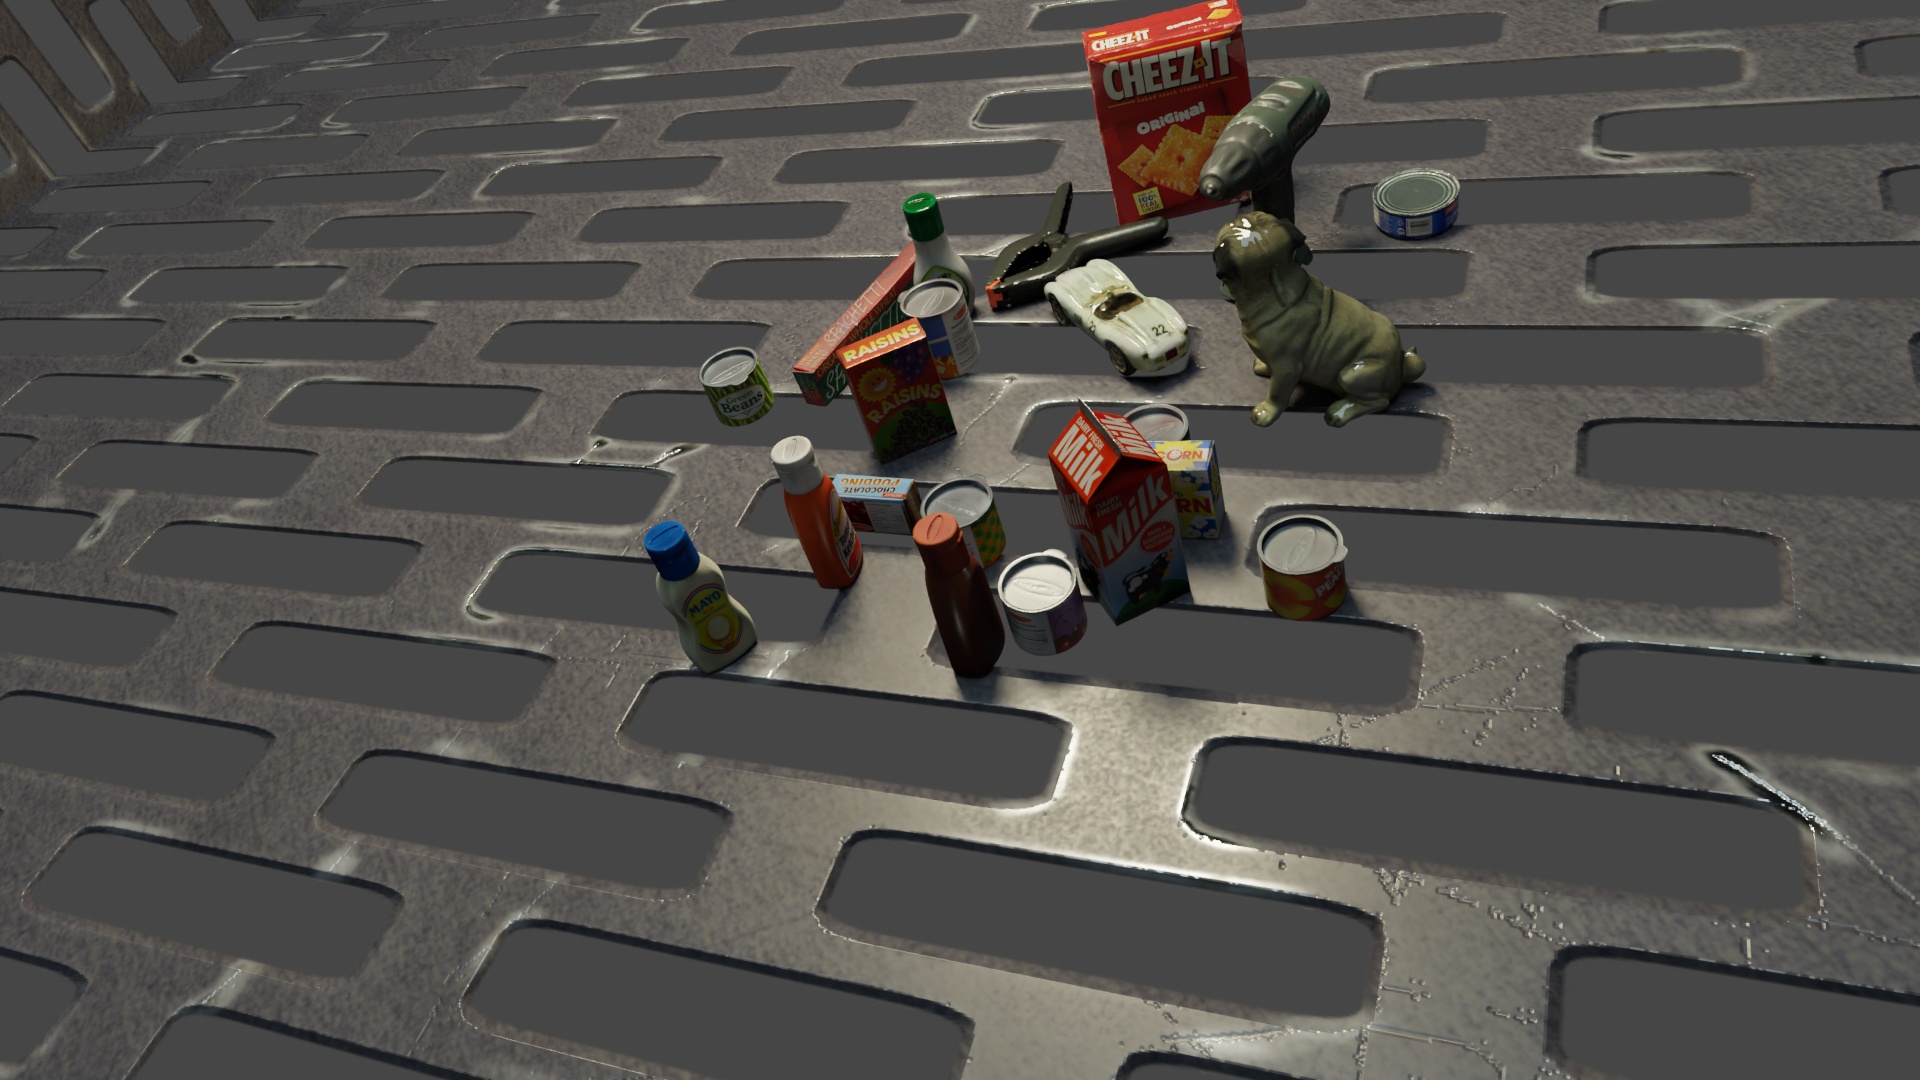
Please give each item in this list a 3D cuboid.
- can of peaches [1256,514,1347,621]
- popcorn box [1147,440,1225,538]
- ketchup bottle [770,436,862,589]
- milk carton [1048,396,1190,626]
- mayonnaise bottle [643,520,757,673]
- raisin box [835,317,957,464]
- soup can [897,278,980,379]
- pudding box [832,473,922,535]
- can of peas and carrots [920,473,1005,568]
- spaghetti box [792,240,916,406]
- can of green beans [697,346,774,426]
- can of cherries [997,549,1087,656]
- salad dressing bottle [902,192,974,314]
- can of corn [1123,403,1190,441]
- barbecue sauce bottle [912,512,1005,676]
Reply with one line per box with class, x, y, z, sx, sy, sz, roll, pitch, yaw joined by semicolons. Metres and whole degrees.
can of peaches;0.276;0.023;1.110;0.071;0.057;0.071;-10;43;10
popcorn box;0.159;-0.044;1.199;0.126;0.084;0.038;1;46;20
ketchup bottle;-0.129;-0.026;1.235;0.043;0.148;0.065;-6;44;14
milk carton;0.126;-0.027;1.117;0.073;0.189;0.072;-26;43;-7
mayonnaise bottle;-0.227;0.047;1.194;0.065;0.147;0.041;-36;45;-17
raisin box;-0.061;-0.145;1.351;0.086;0.122;0.040;-23;43;-4
soup can;-0.022;-0.220;1.444;0.071;0.083;0.072;-10;43;10
pudding box;-0.079;-0.033;1.298;0.084;0.049;0.030;4;48;23
can of peas and carrots;0.004;-0.016;1.243;0.071;0.058;0.071;-10;43;10
spaghetti box;-0.096;-0.243;1.518;0.029;0.050;0.251;15;52;31
can of green beans;-0.238;-0.163;1.480;0.071;0.057;0.071;-10;43;10
can of cherries;0.071;0.051;1.152;0.071;0.058;0.072;-10;43;10
salad dressing bottle;-0.026;-0.298;1.479;0.064;0.147;0.044;-11;43;8
can of corn;0.177;-0.078;1.248;0.071;0.058;0.071;-10;43;10
barbecue sauce bottle;-0.002;0.041;1.121;0.043;0.147;0.065;2;47;21
